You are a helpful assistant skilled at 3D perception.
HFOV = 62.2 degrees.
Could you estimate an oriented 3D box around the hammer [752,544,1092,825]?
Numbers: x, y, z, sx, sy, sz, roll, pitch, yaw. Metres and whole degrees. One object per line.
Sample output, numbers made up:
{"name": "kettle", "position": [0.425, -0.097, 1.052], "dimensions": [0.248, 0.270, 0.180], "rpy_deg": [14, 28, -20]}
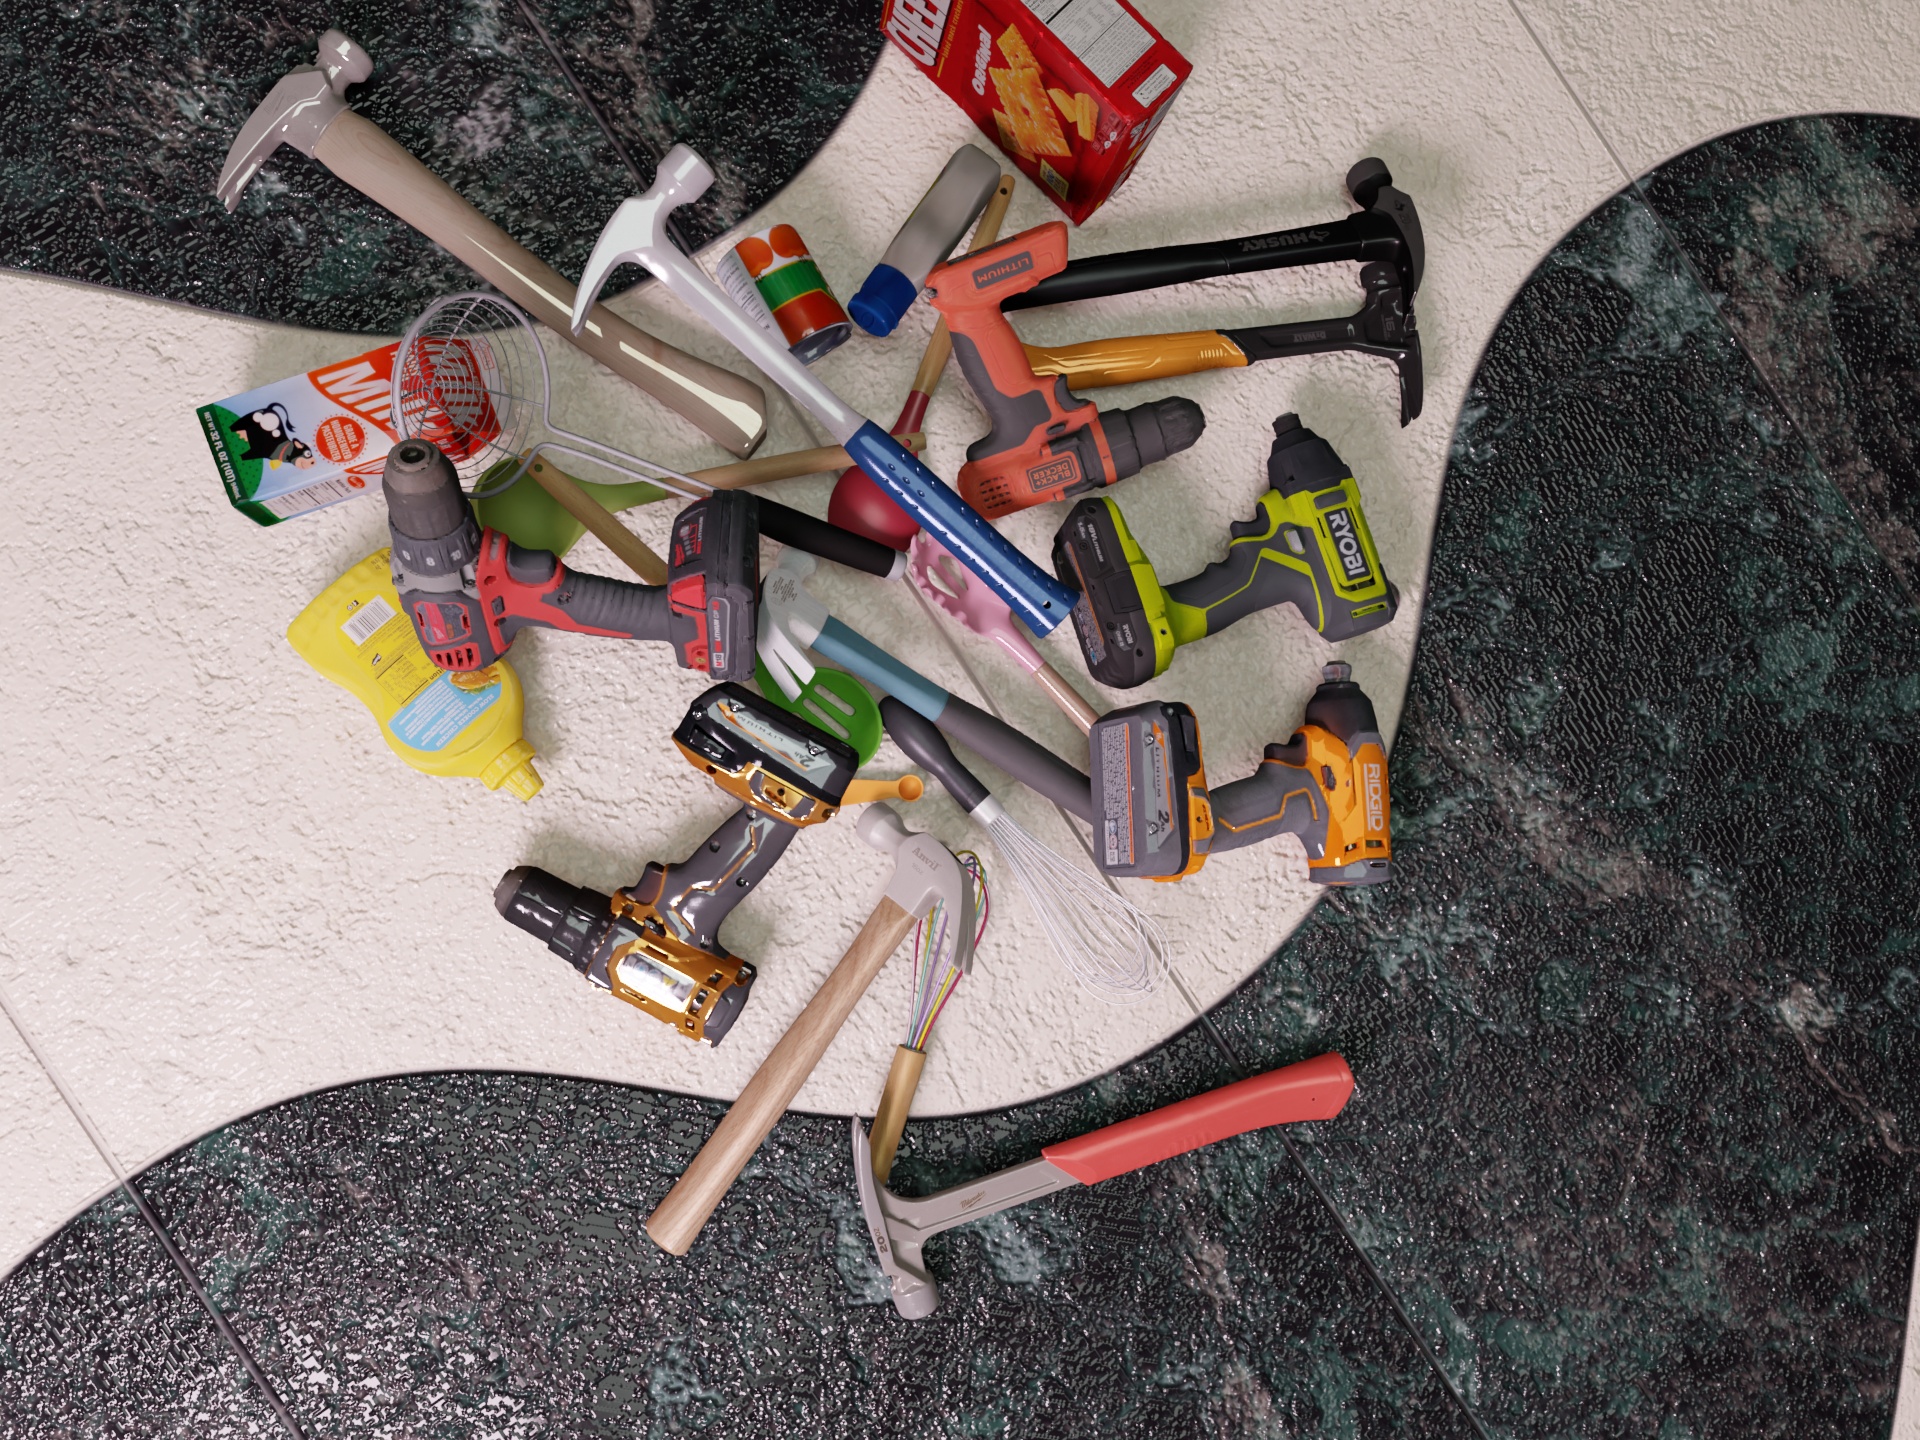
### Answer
{"name": "hammer", "position": [-0.002, -0.004, 1.120], "dimensions": [0.331, 0.033, 0.128], "rpy_deg": [32, 38, -10]}

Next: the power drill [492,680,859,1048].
{"name": "power drill", "position": [-0.192, 0.085, 1.075], "dimensions": [0.185, 0.084, 0.226], "rpy_deg": [29, 95, -4]}

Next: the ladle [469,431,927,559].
{"name": "ladle", "position": [-0.180, -0.167, 1.107], "dimensions": [0.320, 0.062, 0.078], "rpy_deg": [-11, 99, -5]}

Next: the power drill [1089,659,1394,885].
{"name": "power drill", "position": [0.206, 0.036, 1.122], "dimensions": [0.226, 0.084, 0.164], "rpy_deg": [2, 82, -26]}

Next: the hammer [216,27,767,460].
{"name": "hammer", "position": [-0.317, -0.309, 1.124], "dimensions": [0.410, 0.038, 0.146], "rpy_deg": [35, 83, -4]}

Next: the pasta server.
{"name": "pasta server", "position": [0.077, -0.020, 1.151], "dimensions": [0.316, 0.040, 0.060], "rpy_deg": [47, 72, -3]}

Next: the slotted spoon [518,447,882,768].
{"name": "slotted spoon", "position": [-0.178, -0.076, 1.096], "dimensions": [0.313, 0.031, 0.070], "rpy_deg": [42, 87, -15]}

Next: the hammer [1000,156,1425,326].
{"name": "hammer", "position": [0.178, -0.334, 1.170], "dimensions": [0.334, 0.035, 0.146], "rpy_deg": [-10, 60, -6]}

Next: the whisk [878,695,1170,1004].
{"name": "whisk", "position": [0.042, 0.088, 1.131], "dimensions": [0.070, 0.070, 0.284], "rpy_deg": [-42, 87, -9]}

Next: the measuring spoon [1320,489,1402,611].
{"name": "measuring spoon", "position": [0.299, -0.132, 1.204], "dimensions": [0.034, 0.018, 0.124], "rpy_deg": [-22, 81, 9]}

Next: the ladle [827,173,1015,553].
{"name": "ladle", "position": [-0.019, -0.261, 1.166], "dimensions": [0.069, 0.031, 0.315], "rpy_deg": [22, 81, -6]}

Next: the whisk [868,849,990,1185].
{"name": "whisk", "position": [-0.028, 0.209, 1.120], "dimensions": [0.047, 0.051, 0.245], "rpy_deg": [16, 87, 25]}

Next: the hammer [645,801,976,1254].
{"name": "hammer", "position": [-0.105, 0.222, 1.089], "dimensions": [0.130, 0.031, 0.331], "rpy_deg": [34, 87, 33]}

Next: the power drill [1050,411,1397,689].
{"name": "power drill", "position": [0.188, -0.122, 1.155], "dimensions": [0.223, 0.080, 0.171], "rpy_deg": [-17, 83, -11]}

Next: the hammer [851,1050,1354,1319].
{"name": "hammer", "position": [0.106, 0.294, 1.118], "dimensions": [0.359, 0.037, 0.149], "rpy_deg": [-16, 103, -10]}

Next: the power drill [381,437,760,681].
{"name": "power drill", "position": [-0.241, -0.099, 0.990], "dimensions": [0.226, 0.187, 0.080], "rpy_deg": [1, 57, -5]}

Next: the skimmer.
{"name": "skimmer", "position": [-0.188, -0.163, 1.039], "dimensions": [0.363, 0.090, 0.127], "rpy_deg": [19, 81, -23]}

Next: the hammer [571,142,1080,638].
{"name": "hammer", "position": [-0.084, -0.200, 1.089], "dimensions": [0.405, 0.035, 0.144], "rpy_deg": [41, 90, -8]}

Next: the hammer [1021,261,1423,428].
{"name": "hammer", "position": [0.181, -0.268, 1.188], "dimensions": [0.337, 0.034, 0.127], "rpy_deg": [-7, 85, -8]}

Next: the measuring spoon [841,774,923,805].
{"name": "measuring spoon", "position": [-0.085, 0.052, 1.139], "dimensions": [0.117, 0.011, 0.021], "rpy_deg": [-4, 87, -4]}
